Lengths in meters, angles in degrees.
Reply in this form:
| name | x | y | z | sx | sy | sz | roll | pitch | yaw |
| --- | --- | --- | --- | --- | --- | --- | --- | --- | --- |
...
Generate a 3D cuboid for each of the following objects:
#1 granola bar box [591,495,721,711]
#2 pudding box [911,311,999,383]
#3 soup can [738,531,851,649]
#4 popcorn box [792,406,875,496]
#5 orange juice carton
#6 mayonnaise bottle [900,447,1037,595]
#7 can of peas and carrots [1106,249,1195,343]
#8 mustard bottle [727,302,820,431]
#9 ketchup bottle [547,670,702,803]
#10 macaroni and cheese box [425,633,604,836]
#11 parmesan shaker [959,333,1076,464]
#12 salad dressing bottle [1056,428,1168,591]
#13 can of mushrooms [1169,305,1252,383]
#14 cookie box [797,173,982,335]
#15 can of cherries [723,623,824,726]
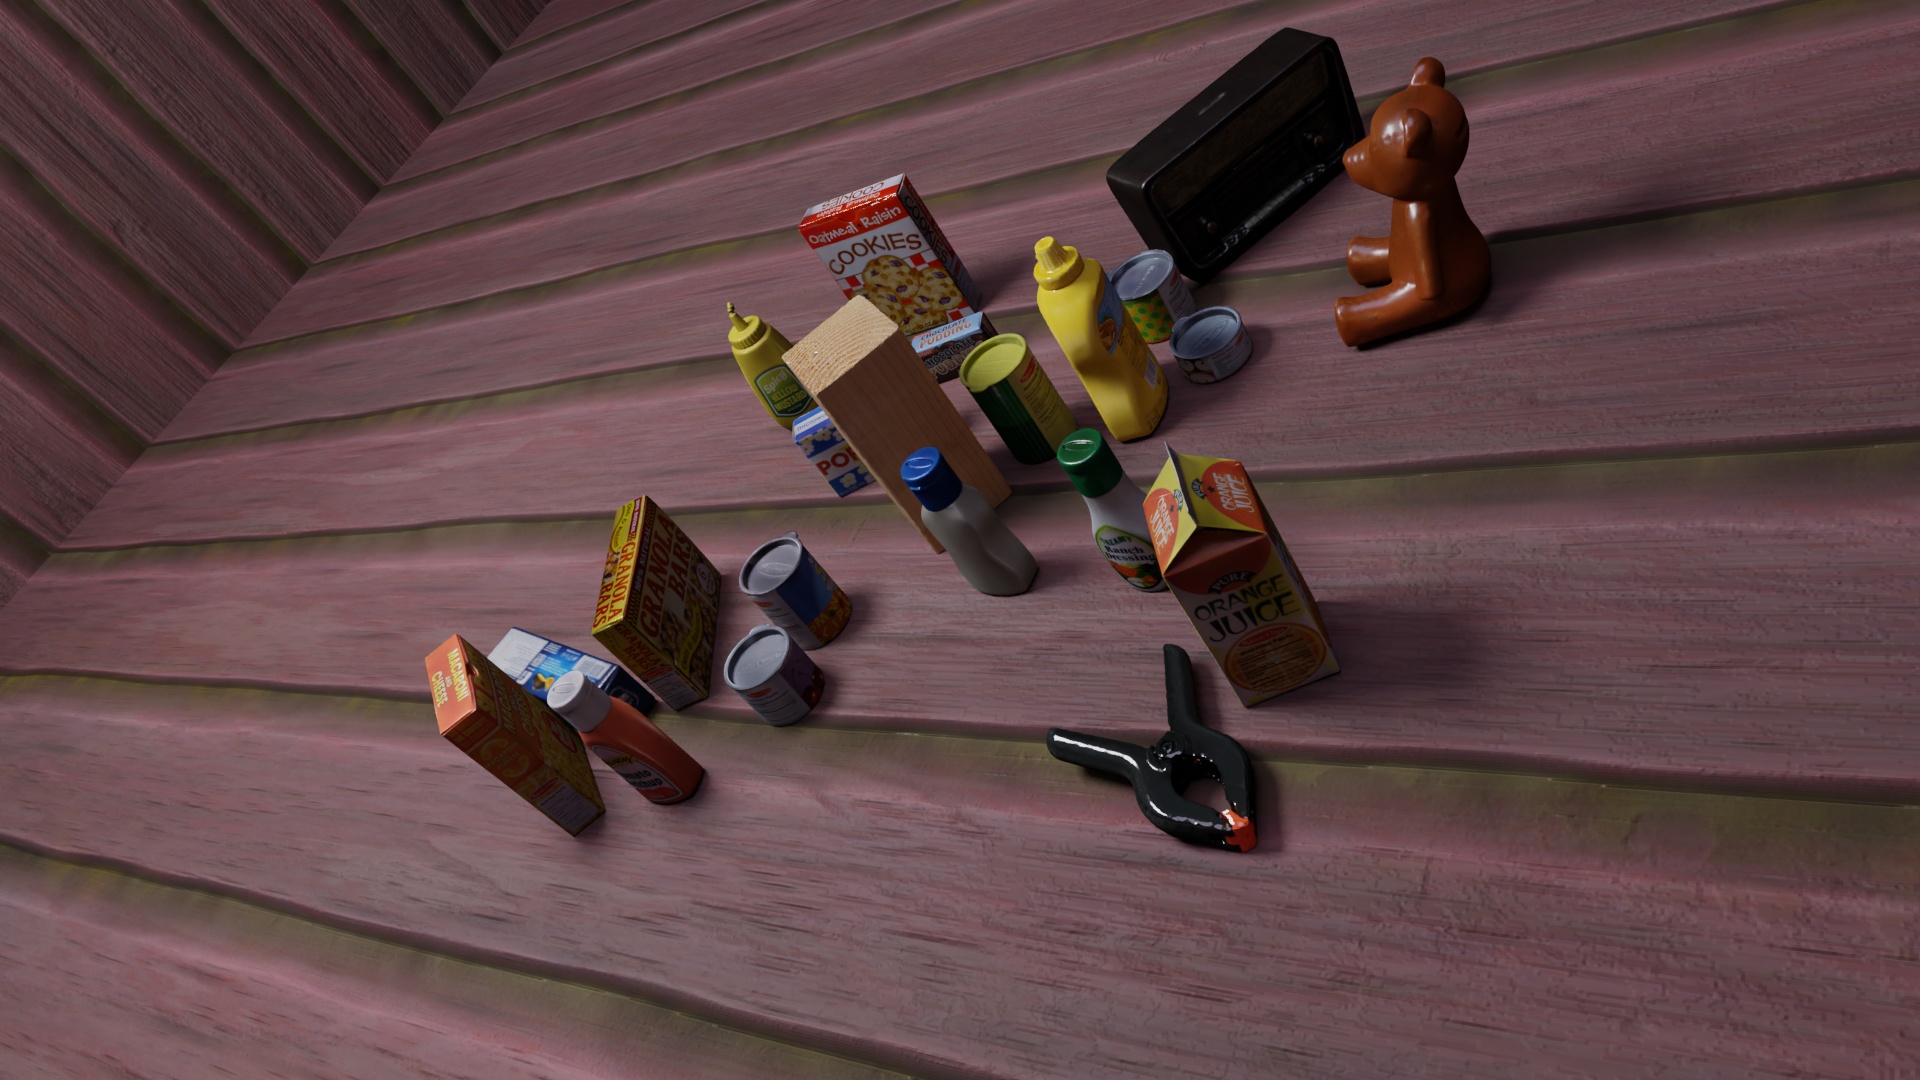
| name | x | y | z | sx | sy | sz | roll | pitch | yaw |
| --- | --- | --- | --- | --- | --- | --- | --- | --- | --- |
| granola bar box | -0.277 | 0.056 | 1.288 | 0.039 | 0.124 | 0.166 | -24 | 39 | 17 |
| pudding box | -0.003 | -0.193 | 1.396 | 0.083 | 0.049 | 0.030 | -17 | 42 | 24 |
| soup can | -0.144 | 0.045 | 1.229 | 0.071 | 0.083 | 0.072 | -21 | 40 | 19 |
| popcorn box | -0.087 | -0.105 | 1.340 | 0.126 | 0.085 | 0.038 | -27 | 39 | 13 |
| orange juice carton | 0.179 | 0.020 | 0.917 | 0.073 | 0.192 | 0.072 | -24 | 39 | 16 |
| mayonnaise bottle | 0.004 | -0.014 | 1.124 | 0.064 | 0.147 | 0.041 | 2 | 52 | 39 |
| can of peas and carrots | 0.175 | -0.225 | 1.284 | 0.071 | 0.058 | 0.071 | -21 | 40 | 19 |
| mustard bottle | -0.200 | -0.185 | 1.450 | 0.065 | 0.159 | 0.049 | -28 | 38 | 11 |
| ketchup bottle | -0.282 | 0.164 | 1.159 | 0.064 | 0.148 | 0.044 | -8 | 46 | 32 |
| macaroni and cheese box | -0.392 | 0.170 | 1.223 | 0.040 | 0.166 | 0.124 | -39 | 38 | -3 |
| parmesan shaker | 0.051 | -0.123 | 1.237 | 0.071 | 0.102 | 0.072 | -21 | 40 | 19 |
| salad dressing bottle | 0.120 | -0.022 | 1.043 | 0.064 | 0.147 | 0.044 | 3 | 52 | 40 |
| can of mushrooms | 0.218 | -0.172 | 1.216 | 0.071 | 0.033 | 0.071 | -21 | 40 | 19 |
| cookie box | -0.072 | -0.292 | 1.456 | 0.123 | 0.167 | 0.040 | -13 | 44 | 28 |
| can of cherries | -0.158 | 0.114 | 1.189 | 0.071 | 0.058 | 0.072 | -21 | 40 | 19 |
